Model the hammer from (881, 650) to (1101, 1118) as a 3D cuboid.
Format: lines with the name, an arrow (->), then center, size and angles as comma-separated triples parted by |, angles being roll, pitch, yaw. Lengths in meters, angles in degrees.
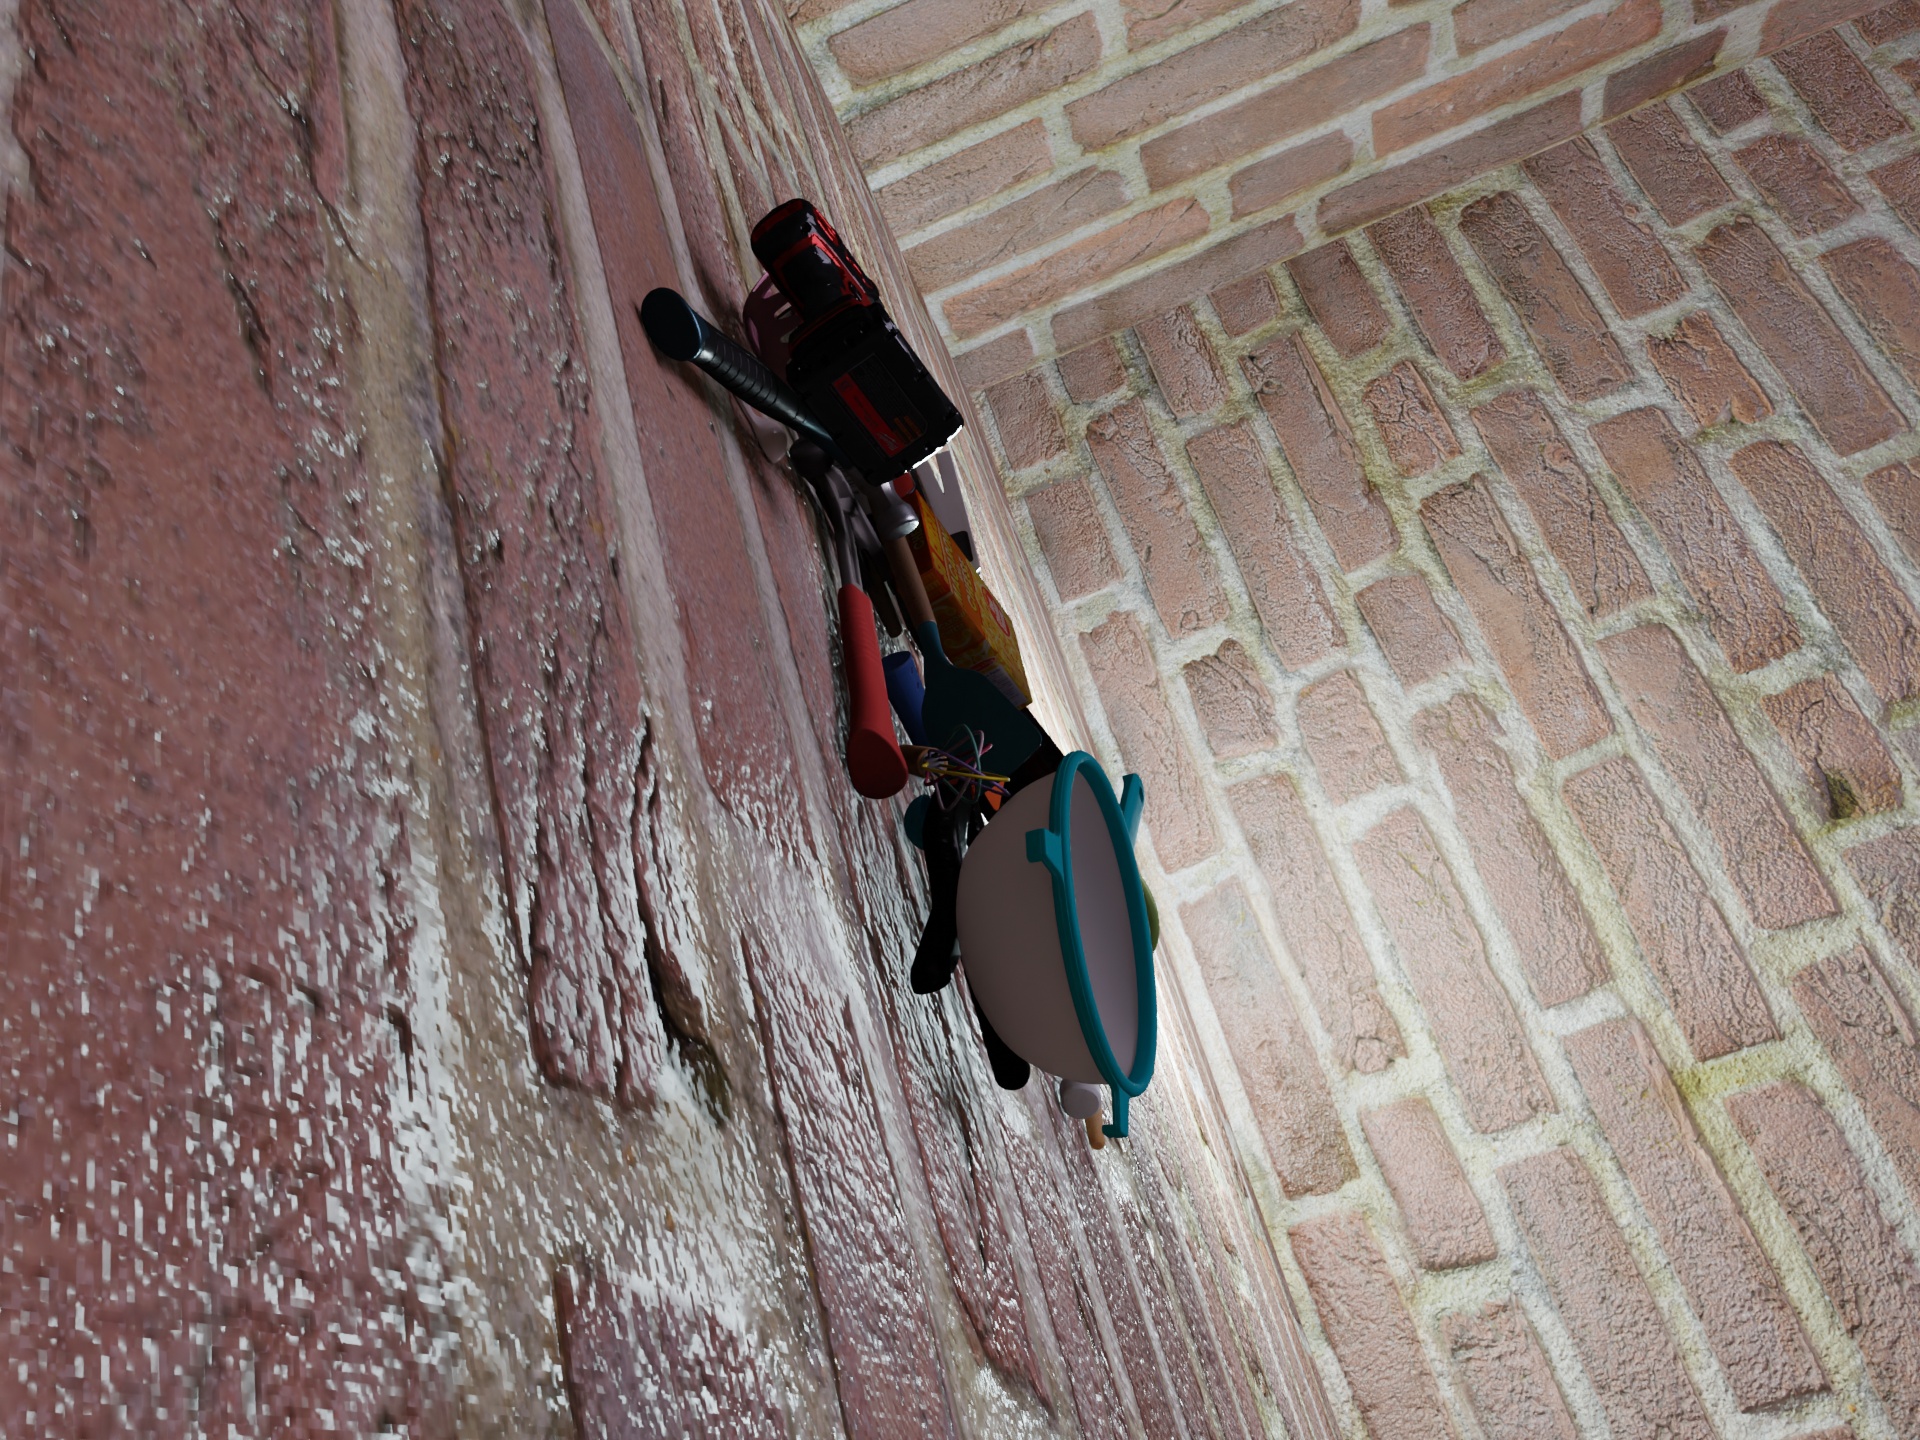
hammer -> 0.025, 0.126, 1.292 | 0.144, 0.035, 0.405 | -91, 158, -68

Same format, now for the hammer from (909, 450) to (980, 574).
hammer -> -0.046, -0.228, 1.533 | 0.335, 0.035, 0.146 | -121, -165, -59

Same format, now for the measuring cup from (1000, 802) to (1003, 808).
measuring cup -> 0.054, 0.127, 1.298 | 0.157, 0.029, 0.062 | 60, 0, 41

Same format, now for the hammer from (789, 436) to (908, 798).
hammer -> -0.071, -0.064, 1.148 | 0.359, 0.036, 0.149 | -103, 168, -51

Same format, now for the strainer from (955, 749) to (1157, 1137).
strainer -> 0.064, 0.109, 1.036 | 0.340, 0.095, 0.211 | -59, 135, -68

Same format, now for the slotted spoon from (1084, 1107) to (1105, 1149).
slotted spoon -> 0.110, 0.283, 1.488 | 0.314, 0.031, 0.070 | -95, 161, -60

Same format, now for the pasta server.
pasta server -> -0.105, -0.208, 1.296 | 0.060, 0.040, 0.316 | 31, -32, 61

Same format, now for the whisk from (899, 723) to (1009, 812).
whisk -> -0.018, 0.028, 1.046 | 0.245, 0.047, 0.051 | -175, -116, -77

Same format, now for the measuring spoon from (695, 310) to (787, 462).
measuring spoon -> -0.152, -0.236, 1.122 | 0.034, 0.018, 0.124 | -101, 166, -53

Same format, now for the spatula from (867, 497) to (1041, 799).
spatula -> -0.026, -0.081, 1.196 | 0.044, 0.082, 0.318 | 29, 30, -42

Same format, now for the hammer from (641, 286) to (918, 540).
hammer -> -0.120, -0.215, 1.082 | 0.128, 0.033, 0.330 | 61, 12, 15

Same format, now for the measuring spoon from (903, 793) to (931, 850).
measuring spoon -> -0.024, 0.111, 1.089 | 0.042, 0.021, 0.129 | 48, 30, -54

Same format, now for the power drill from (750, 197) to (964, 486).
power drill -> -0.068, -0.263, 1.156 | 0.187, 0.080, 0.227 | 49, 13, -39

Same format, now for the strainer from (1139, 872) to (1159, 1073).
strainer -> 0.115, 0.225, 1.433 | 0.069, 0.151, 0.256 | -33, 109, -45

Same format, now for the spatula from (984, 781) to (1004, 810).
spatula -> -0.002, -0.004, 1.343 | 0.081, 0.041, 0.323 | 63, -4, -15
